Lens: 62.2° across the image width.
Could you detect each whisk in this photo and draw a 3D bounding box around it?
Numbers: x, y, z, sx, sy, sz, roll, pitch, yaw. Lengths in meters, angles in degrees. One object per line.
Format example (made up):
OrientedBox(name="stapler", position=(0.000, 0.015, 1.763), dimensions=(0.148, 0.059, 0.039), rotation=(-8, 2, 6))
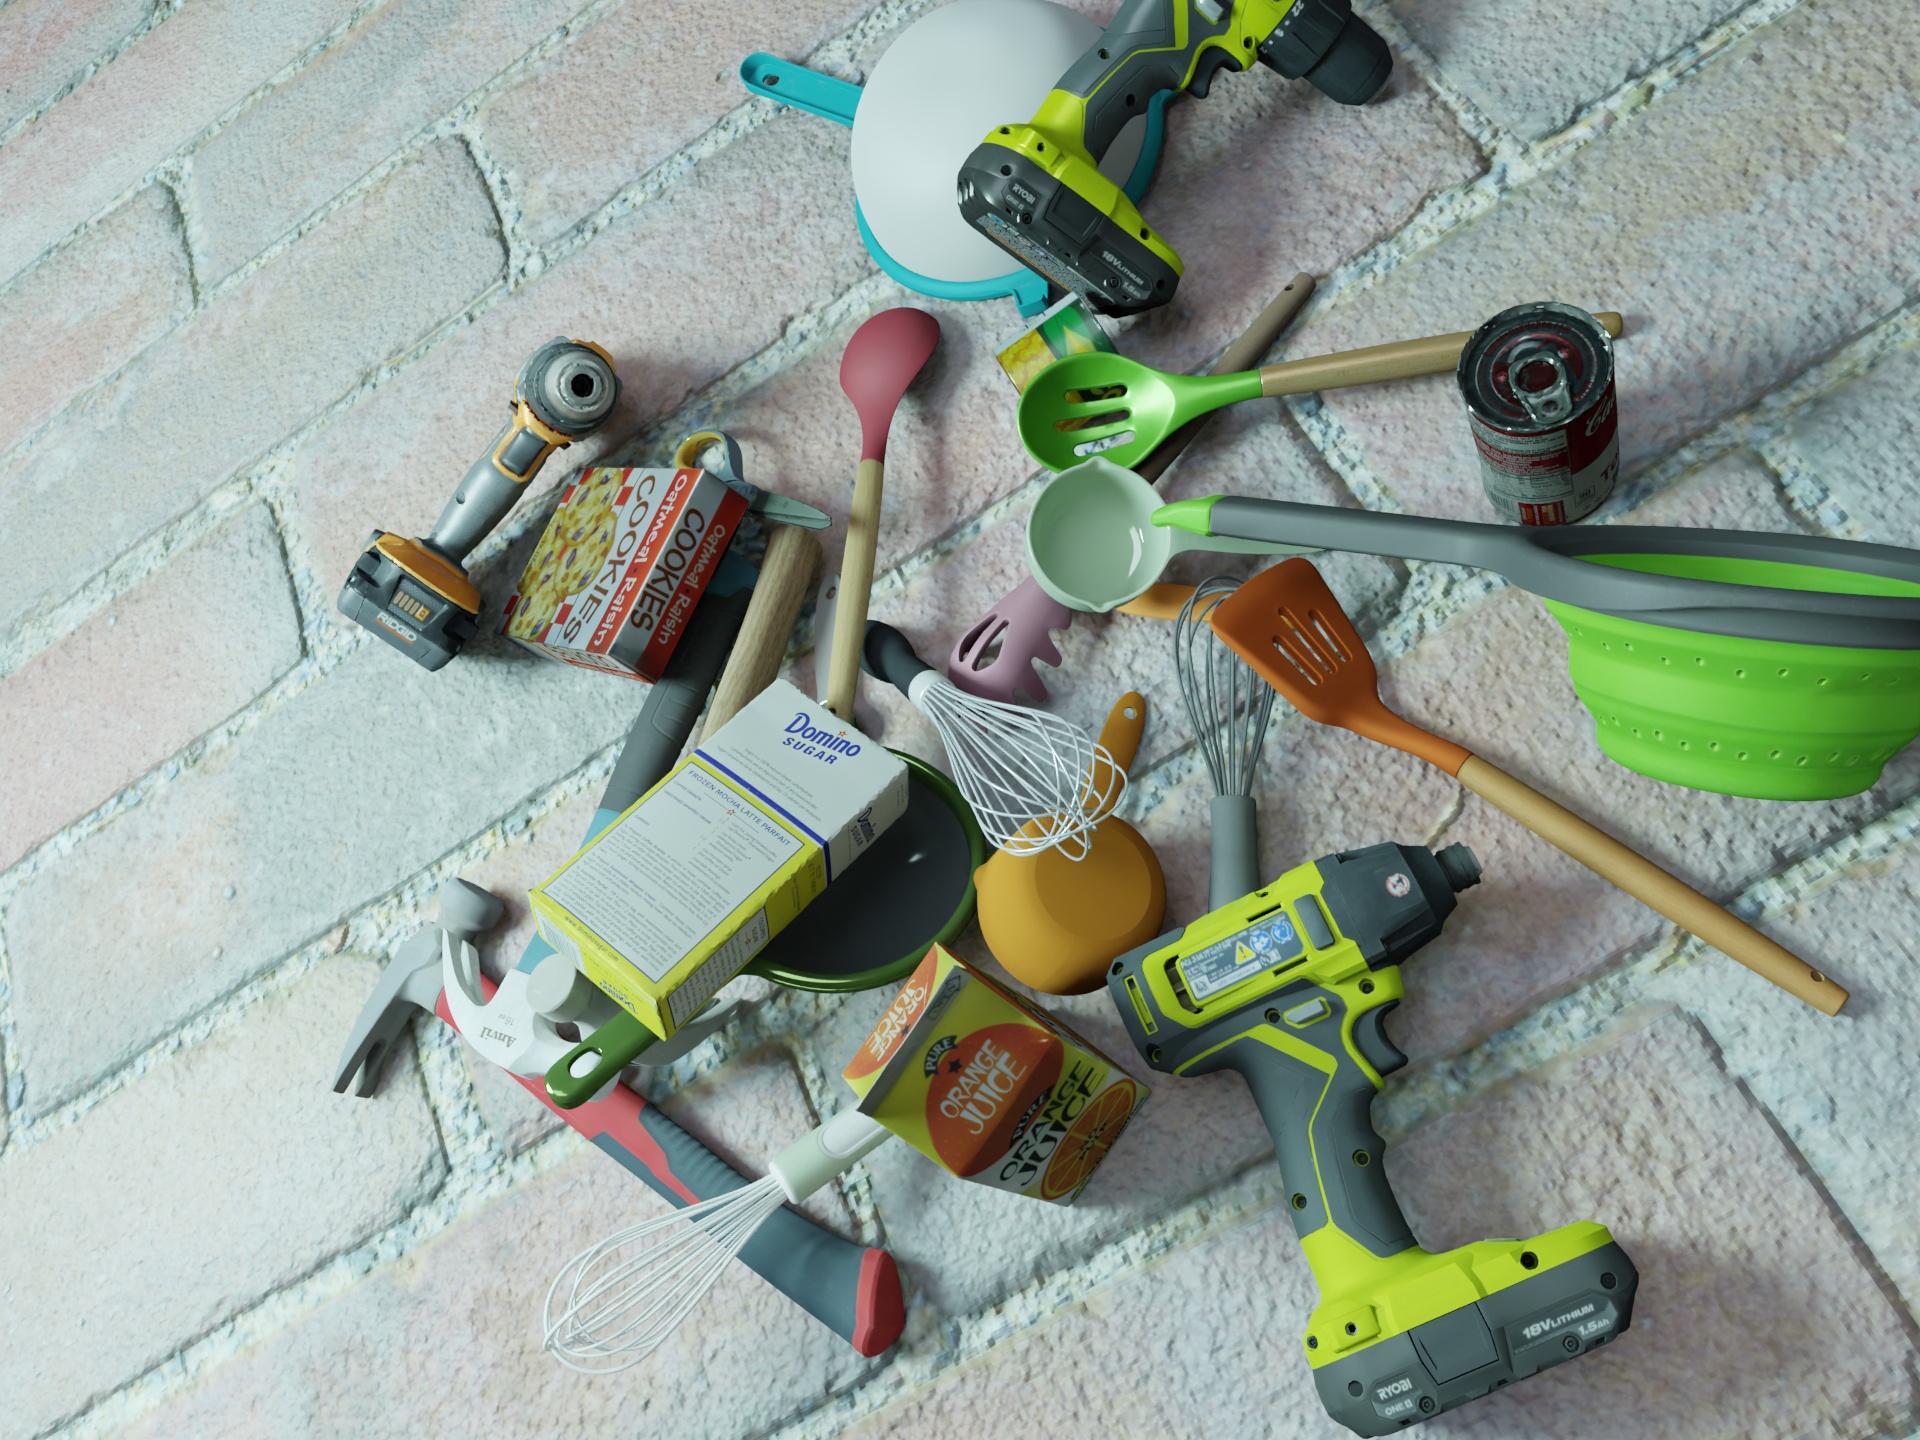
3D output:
OrientedBox(name="whisk", position=(-0.093, 0.229, 0.773), dimensions=(0.246, 0.059, 0.058), rotation=(-32, 66, -18))
OrientedBox(name="whisk", position=(0.000, -0.003, 0.811), dimensions=(0.070, 0.070, 0.285), rotation=(-49, 32, 0))
OrientedBox(name="whisk", position=(0.134, 0.041, 0.789), dimensions=(0.055, 0.055, 0.239), rotation=(-6, 71, 22))

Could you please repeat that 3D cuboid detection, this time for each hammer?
OrientedBox(name="hammer", position=(-0.136, 0.032, 0.887), dimensions=(0.031, 0.129, 0.331), rotation=(-1, 58, 30))
OrientedBox(name="hammer", position=(-0.189, 0.044, 0.915), dimensions=(0.128, 0.033, 0.331), rotation=(13, 67, 23))
OrientedBox(name="hammer", position=(-0.191, 0.232, 0.863), dimensions=(0.387, 0.038, 0.143), rotation=(27, 84, 30))

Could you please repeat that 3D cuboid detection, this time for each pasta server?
OrientedBox(name="pasta server", position=(0.098, -0.126, 0.884), dimensions=(0.316, 0.040, 0.060), rotation=(-50, 50, -7))

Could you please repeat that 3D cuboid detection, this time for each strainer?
OrientedBox(name="strainer", position=(-0.098, 0.119, 0.814), dimensions=(0.256, 0.069, 0.152), rotation=(-38, 59, -23))
OrientedBox(name="strainer", position=(-0.035, -0.402, 1.015), dimensions=(0.341, 0.095, 0.211), rotation=(30, 84, 29))

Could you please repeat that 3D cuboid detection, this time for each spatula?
OrientedBox(name="spatula", position=(0.258, 0.029, 0.739), dimensions=(0.081, 0.041, 0.323), rotation=(-33, 56, -32))

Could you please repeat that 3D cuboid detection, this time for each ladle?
OrientedBox(name="ladle", position=(-0.055, -0.126, 0.923), dimensions=(0.069, 0.031, 0.316), rotation=(-11, 58, 26))

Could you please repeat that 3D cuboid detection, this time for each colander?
OrientedBox(name="colander", position=(0.265, -0.038, 0.715), dimensions=(0.397, 0.204, 0.094), rotation=(12, 108, 32))

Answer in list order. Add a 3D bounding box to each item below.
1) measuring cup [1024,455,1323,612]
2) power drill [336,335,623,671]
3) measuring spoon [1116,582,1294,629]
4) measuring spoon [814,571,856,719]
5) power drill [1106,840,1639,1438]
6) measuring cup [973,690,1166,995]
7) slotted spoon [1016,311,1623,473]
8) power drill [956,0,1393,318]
OrientedBox(name="measuring cup", position=(0.115, -0.095, 0.844), dimensions=(0.167, 0.038, 0.083), rotation=(-1, 83, -6))
OrientedBox(name="power drill", position=(-0.292, -0.143, 0.994), dimensions=(0.226, 0.084, 0.185), rotation=(-54, 21, -4))
OrientedBox(name="measuring spoon", position=(0.128, -0.064, 0.852), dimensions=(0.117, 0.011, 0.021), rotation=(8, 73, 28))
OrientedBox(name="measuring spoon", position=(-0.073, -0.033, 0.933), dimensions=(0.034, 0.018, 0.124), rotation=(-20, 56, 29))
OrientedBox(name="power drill", position=(0.183, 0.169, 0.683), dimensions=(0.171, 0.080, 0.223), rotation=(-27, 66, 8))
OrientedBox(name="measuring cup", position=(0.071, 0.050, 0.794), dimensions=(0.095, 0.052, 0.174), rotation=(24, 65, -5))
OrientedBox(name="slotted spoon", position=(0.186, -0.181, 0.844), dimensions=(0.314, 0.031, 0.070), rotation=(-8, 88, 11))
OrientedBox(name="power drill", position=(0.122, -0.347, 0.899), dimensions=(0.228, 0.190, 0.080), rotation=(-57, 15, 2))
